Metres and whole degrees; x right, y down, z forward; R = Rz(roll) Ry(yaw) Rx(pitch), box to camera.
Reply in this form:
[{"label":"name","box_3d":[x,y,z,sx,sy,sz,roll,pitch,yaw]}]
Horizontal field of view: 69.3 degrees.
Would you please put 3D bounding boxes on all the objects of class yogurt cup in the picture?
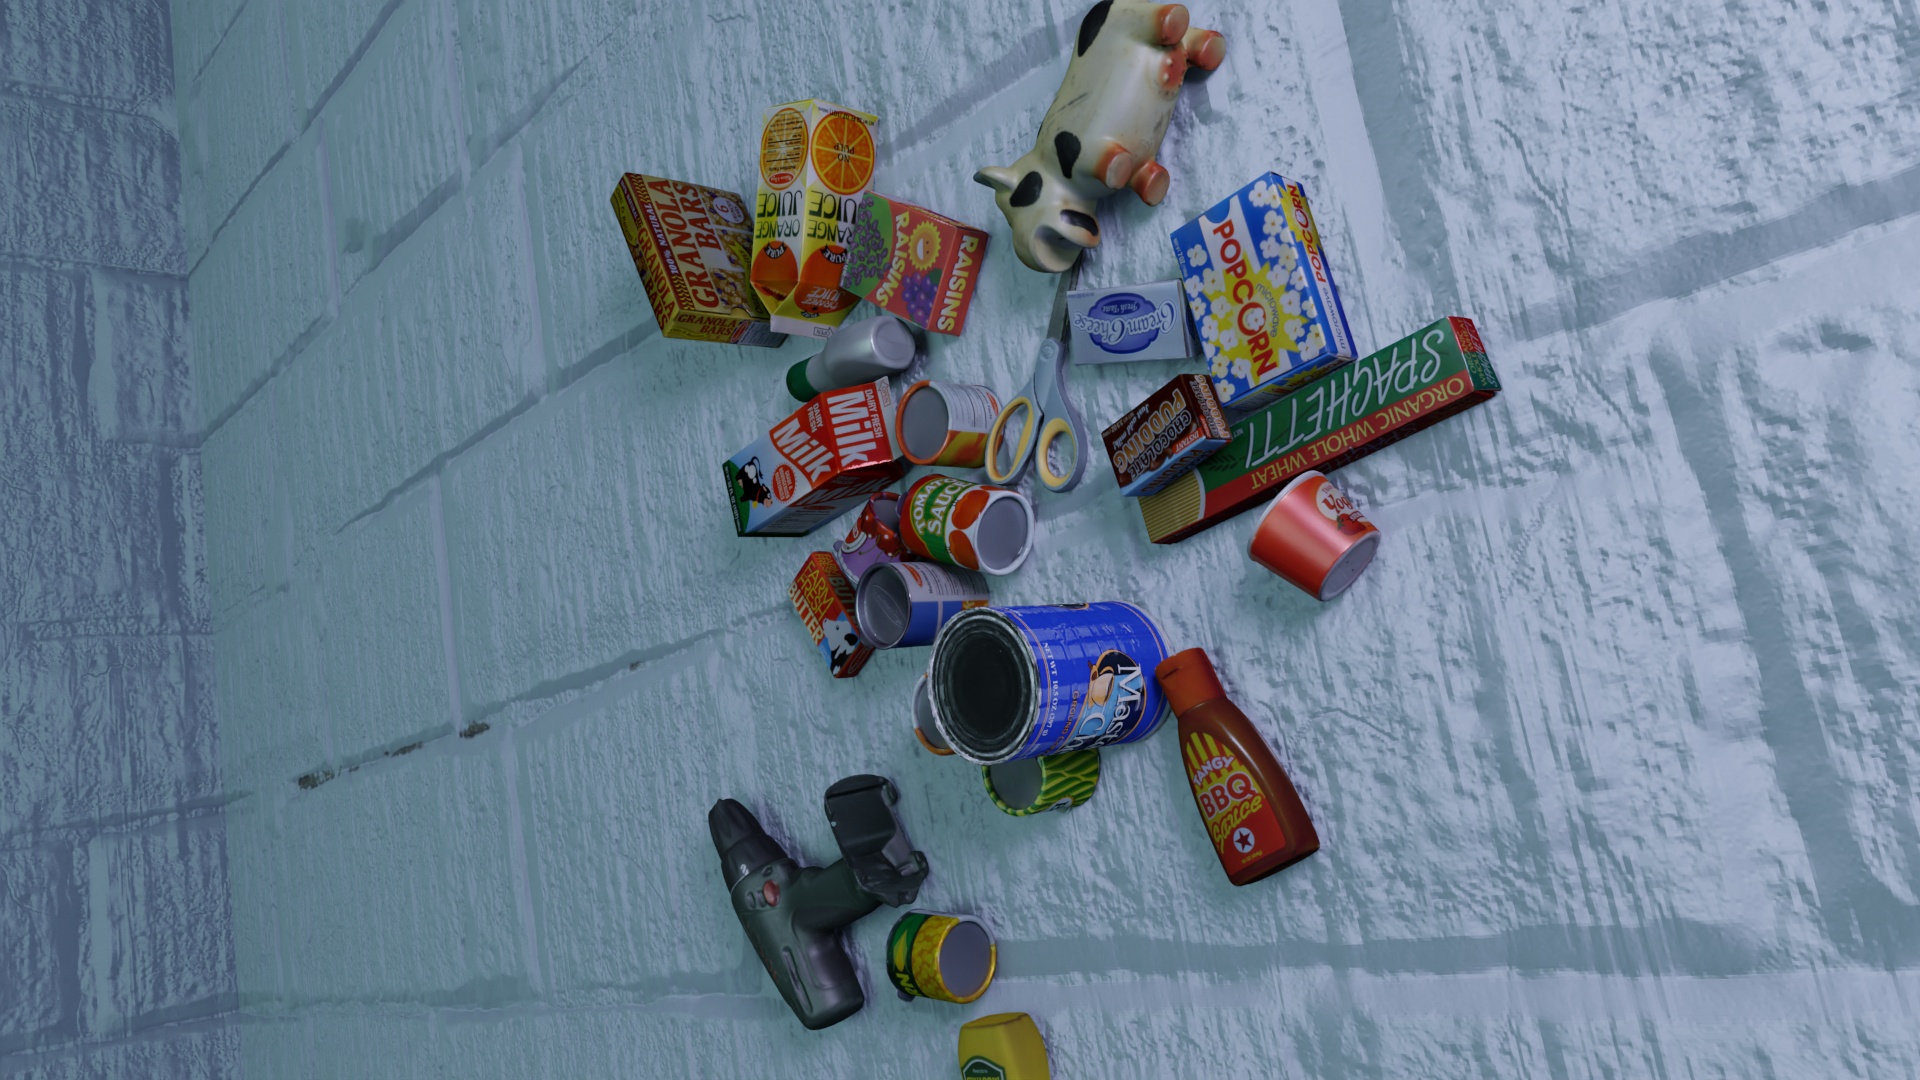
[{"label":"yogurt cup","box_3d":[0.215,0.000,0.838,0.054,0.072,0.072,43,119,28]}]

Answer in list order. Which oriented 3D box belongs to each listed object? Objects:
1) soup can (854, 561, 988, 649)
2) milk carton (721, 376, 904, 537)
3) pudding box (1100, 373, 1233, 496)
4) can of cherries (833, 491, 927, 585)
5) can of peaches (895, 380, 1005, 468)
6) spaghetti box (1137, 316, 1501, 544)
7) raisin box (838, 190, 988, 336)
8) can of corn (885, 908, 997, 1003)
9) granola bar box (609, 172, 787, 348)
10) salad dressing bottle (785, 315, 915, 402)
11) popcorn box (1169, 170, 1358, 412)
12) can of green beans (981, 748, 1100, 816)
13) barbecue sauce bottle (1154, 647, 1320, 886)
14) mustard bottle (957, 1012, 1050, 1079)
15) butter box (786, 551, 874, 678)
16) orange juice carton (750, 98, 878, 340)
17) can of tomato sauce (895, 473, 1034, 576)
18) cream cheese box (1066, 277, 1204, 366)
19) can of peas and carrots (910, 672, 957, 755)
[{"label":"soup can","box_3d":[-0.031,0.051,1.076,0.071,0.084,0.071,-1,89,46]},{"label":"milk carton","box_3d":[-0.114,-0.068,1.171,0.190,0.073,0.072,-27,70,42]},{"label":"pudding box","box_3d":[0.133,-0.067,0.898,0.083,0.030,0.050,-37,63,47]},{"label":"can of cherries","box_3d":[-0.059,0.002,1.116,0.072,0.071,0.058,53,125,32]},{"label":"can of peaches","box_3d":[-0.010,-0.088,1.074,0.071,0.058,0.071,-1,89,45]},{"label":"spaghetti box","box_3d":[0.211,-0.063,0.866,0.249,0.029,0.050,-28,70,42]},{"label":"raisin box","box_3d":[-0.039,-0.224,1.120,0.123,0.040,0.086,33,112,43]},{"label":"can of corn","box_3d":[-0.015,0.321,1.067,0.058,0.071,0.071,-10,83,45]},{"label":"granola bar box","box_3d":[-0.234,-0.254,1.261,0.039,0.124,0.166,-45,59,37]},{"label":"salad dressing bottle","box_3d":[-0.096,-0.149,1.166,0.147,0.064,0.044,-13,72,53]},{"label":"popcorn box","box_3d":[0.191,-0.156,0.882,0.085,0.038,0.127,-27,71,44]},{"label":"can of green beans","box_3d":[0.057,0.163,1.002,0.071,0.058,0.071,0,90,46]},{"label":"barbecue sauce bottle","box_3d":[0.172,0.142,0.894,0.064,0.044,0.149,-42,61,37]},{"label":"mustard bottle","box_3d":[0.041,0.433,1.022,0.065,0.049,0.160,-25,71,45]},{"label":"butter box","box_3d":[-0.111,0.063,1.201,0.053,0.024,0.104,-54,54,32]},{"label":"orange juice carton","box_3d":[-0.127,-0.270,1.188,0.073,0.072,0.192,9,96,46]},{"label":"can of tomato sauce","box_3d":[0.004,-0.013,1.051,0.083,0.071,0.071,14,100,45]},{"label":"cream cheese box","box_3d":[0.120,-0.150,0.958,0.104,0.024,0.053,3,107,46]},{"label":"can of peas and carrots","box_3d":[0.006,0.129,1.055,0.071,0.059,0.071,0,90,46]}]
